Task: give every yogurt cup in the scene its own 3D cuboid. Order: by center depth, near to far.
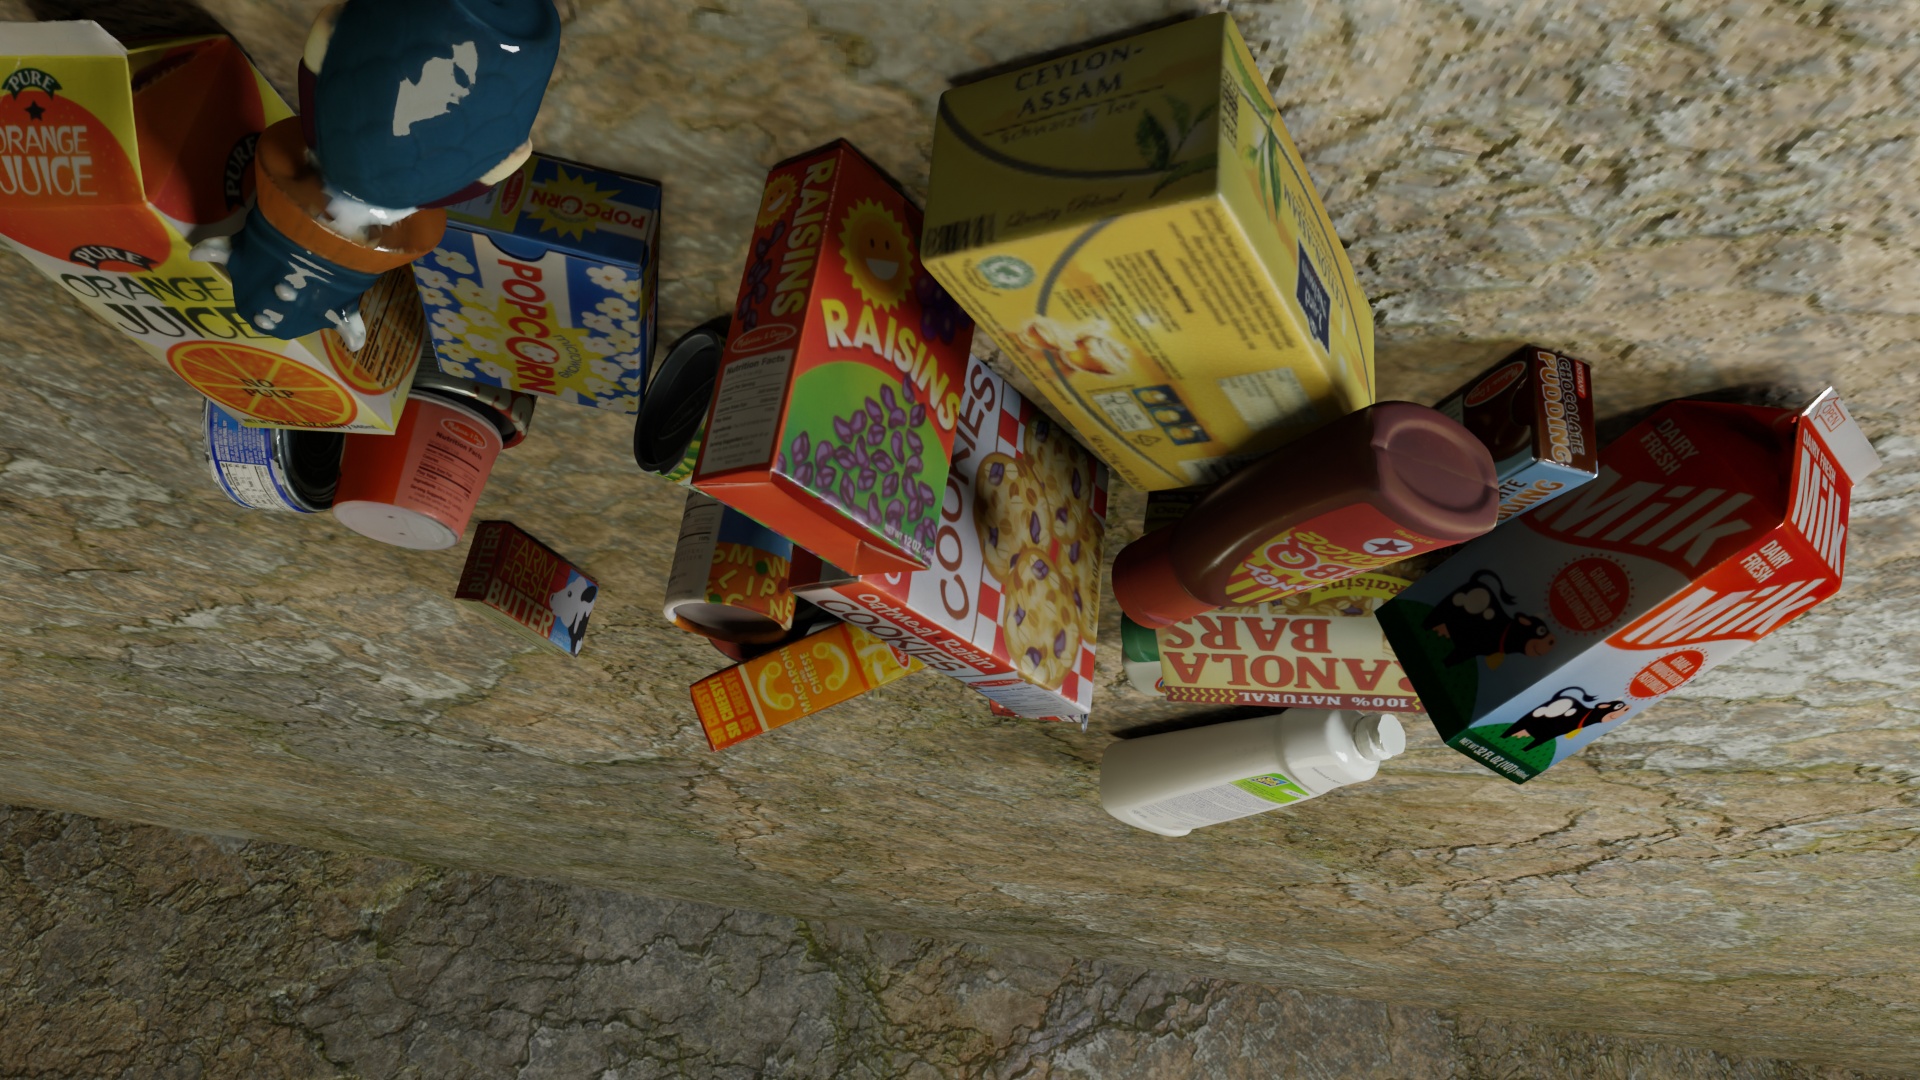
[{"bbox_3d":[-0.246,-0.030,0.624,0.072,0.054,0.072,6,157,3],"label":"yogurt cup"}]

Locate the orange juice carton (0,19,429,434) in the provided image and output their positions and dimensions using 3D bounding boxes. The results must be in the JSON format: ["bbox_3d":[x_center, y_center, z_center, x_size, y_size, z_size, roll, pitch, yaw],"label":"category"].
[{"bbox_3d":[-0.271,-0.115,0.495,0.072,0.073,0.192,4,157,11],"label":"orange juice carton"}]

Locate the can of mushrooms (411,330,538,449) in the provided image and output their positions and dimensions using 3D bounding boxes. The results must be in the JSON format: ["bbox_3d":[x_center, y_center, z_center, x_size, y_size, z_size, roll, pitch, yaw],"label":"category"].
[{"bbox_3d":[-0.229,-0.069,0.642,0.071,0.033,0.070,6,157,3],"label":"can of mushrooms"}]

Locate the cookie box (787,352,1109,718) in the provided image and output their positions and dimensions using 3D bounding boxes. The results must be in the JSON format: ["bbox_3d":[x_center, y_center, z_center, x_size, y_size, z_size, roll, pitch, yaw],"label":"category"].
[{"bbox_3d":[0.002,-0.007,0.594,0.040,0.123,0.167,-10,152,34],"label":"cookie box"}]

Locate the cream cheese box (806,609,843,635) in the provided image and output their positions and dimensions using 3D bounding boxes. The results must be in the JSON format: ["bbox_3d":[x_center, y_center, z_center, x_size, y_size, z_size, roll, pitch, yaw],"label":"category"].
[{"bbox_3d":[-0.074,0.055,0.866,0.103,0.024,0.053,-14,-171,42],"label":"cream cheese box"}]

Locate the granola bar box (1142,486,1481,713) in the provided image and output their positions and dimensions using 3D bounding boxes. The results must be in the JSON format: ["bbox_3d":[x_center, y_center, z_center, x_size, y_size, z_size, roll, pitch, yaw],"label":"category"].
[{"bbox_3d":[0.178,0.031,0.682,0.165,0.039,0.123,1,134,17],"label":"granola bar box"}]

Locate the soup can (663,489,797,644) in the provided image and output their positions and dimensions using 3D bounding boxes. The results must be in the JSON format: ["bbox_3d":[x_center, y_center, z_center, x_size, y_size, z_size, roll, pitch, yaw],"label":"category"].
[{"bbox_3d":[-0.110,0.005,0.714,0.071,0.084,0.071,6,157,3],"label":"soup can"}]

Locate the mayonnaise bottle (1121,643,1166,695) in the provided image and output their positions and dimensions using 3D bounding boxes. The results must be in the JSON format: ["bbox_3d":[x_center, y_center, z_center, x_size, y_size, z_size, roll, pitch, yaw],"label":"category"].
[{"bbox_3d":[0.175,0.070,0.830,0.148,0.041,0.064,-2,154,25],"label":"mayonnaise bottle"}]

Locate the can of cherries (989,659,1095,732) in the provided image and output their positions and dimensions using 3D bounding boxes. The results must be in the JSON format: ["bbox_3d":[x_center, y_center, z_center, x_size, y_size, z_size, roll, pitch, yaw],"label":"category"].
[{"bbox_3d":[0.051,0.081,0.858,0.058,0.072,0.071,4,157,11],"label":"can of cherries"}]

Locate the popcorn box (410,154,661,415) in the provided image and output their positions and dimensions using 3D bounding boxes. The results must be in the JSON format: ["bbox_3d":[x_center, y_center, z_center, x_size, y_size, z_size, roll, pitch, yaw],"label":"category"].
[{"bbox_3d":[-0.163,-0.099,0.543,0.085,0.038,0.126,13,157,-8],"label":"popcorn box"}]

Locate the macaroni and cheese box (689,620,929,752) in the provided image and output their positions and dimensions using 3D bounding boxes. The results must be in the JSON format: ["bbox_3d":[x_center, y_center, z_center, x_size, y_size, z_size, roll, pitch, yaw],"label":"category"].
[{"bbox_3d":[-0.052,0.061,0.749,0.166,0.040,0.123,-22,176,-1],"label":"macaroni and cheese box"}]

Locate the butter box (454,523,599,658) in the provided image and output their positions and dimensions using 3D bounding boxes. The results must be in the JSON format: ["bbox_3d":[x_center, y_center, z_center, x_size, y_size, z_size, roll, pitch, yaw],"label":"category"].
[{"bbox_3d":[-0.271,0.033,0.877,0.024,0.053,0.103,1,156,22],"label":"butter box"}]

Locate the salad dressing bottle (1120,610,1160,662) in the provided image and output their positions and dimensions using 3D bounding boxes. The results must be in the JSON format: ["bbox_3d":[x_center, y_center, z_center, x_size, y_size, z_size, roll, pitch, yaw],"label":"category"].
[{"bbox_3d":[0.164,0.047,0.776,0.147,0.044,0.064,-6,150,30],"label":"salad dressing bottle"}]

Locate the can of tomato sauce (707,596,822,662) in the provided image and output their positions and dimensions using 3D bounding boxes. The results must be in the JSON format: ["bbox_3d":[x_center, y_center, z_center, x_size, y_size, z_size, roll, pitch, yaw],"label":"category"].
[{"bbox_3d":[-0.109,0.029,0.796,0.071,0.071,0.082,13,156,-12],"label":"can of tomato sauce"}]

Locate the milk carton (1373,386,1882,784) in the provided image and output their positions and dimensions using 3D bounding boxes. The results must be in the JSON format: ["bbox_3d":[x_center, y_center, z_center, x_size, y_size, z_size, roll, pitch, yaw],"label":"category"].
[{"bbox_3d":[0.276,0.013,0.567,0.190,0.074,0.072,-40,133,24],"label":"milk carton"}]

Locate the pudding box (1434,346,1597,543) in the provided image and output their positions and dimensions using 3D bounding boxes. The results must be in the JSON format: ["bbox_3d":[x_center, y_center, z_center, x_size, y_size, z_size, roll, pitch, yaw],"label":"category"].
[{"bbox_3d":[0.212,-0.035,0.553,0.030,0.050,0.083,13,157,-14],"label":"pudding box"}]

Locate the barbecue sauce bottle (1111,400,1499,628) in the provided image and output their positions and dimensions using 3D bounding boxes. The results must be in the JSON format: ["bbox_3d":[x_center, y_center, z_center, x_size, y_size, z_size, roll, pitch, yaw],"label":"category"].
[{"bbox_3d":[0.112,-0.003,0.495,0.065,0.044,0.148,15,156,-28],"label":"barbecue sauce bottle"}]

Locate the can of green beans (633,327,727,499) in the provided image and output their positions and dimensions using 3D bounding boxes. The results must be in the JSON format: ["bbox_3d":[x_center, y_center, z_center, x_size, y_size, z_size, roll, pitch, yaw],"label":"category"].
[{"bbox_3d":[-0.099,-0.050,0.601,0.058,0.071,0.071,25,152,-36],"label":"can of green beans"}]

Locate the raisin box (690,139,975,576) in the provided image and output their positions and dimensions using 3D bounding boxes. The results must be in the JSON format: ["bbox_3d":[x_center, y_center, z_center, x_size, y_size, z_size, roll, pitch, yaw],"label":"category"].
[{"bbox_3d":[-0.038,-0.060,0.481,0.040,0.124,0.086,-8,152,36],"label":"raisin box"}]
